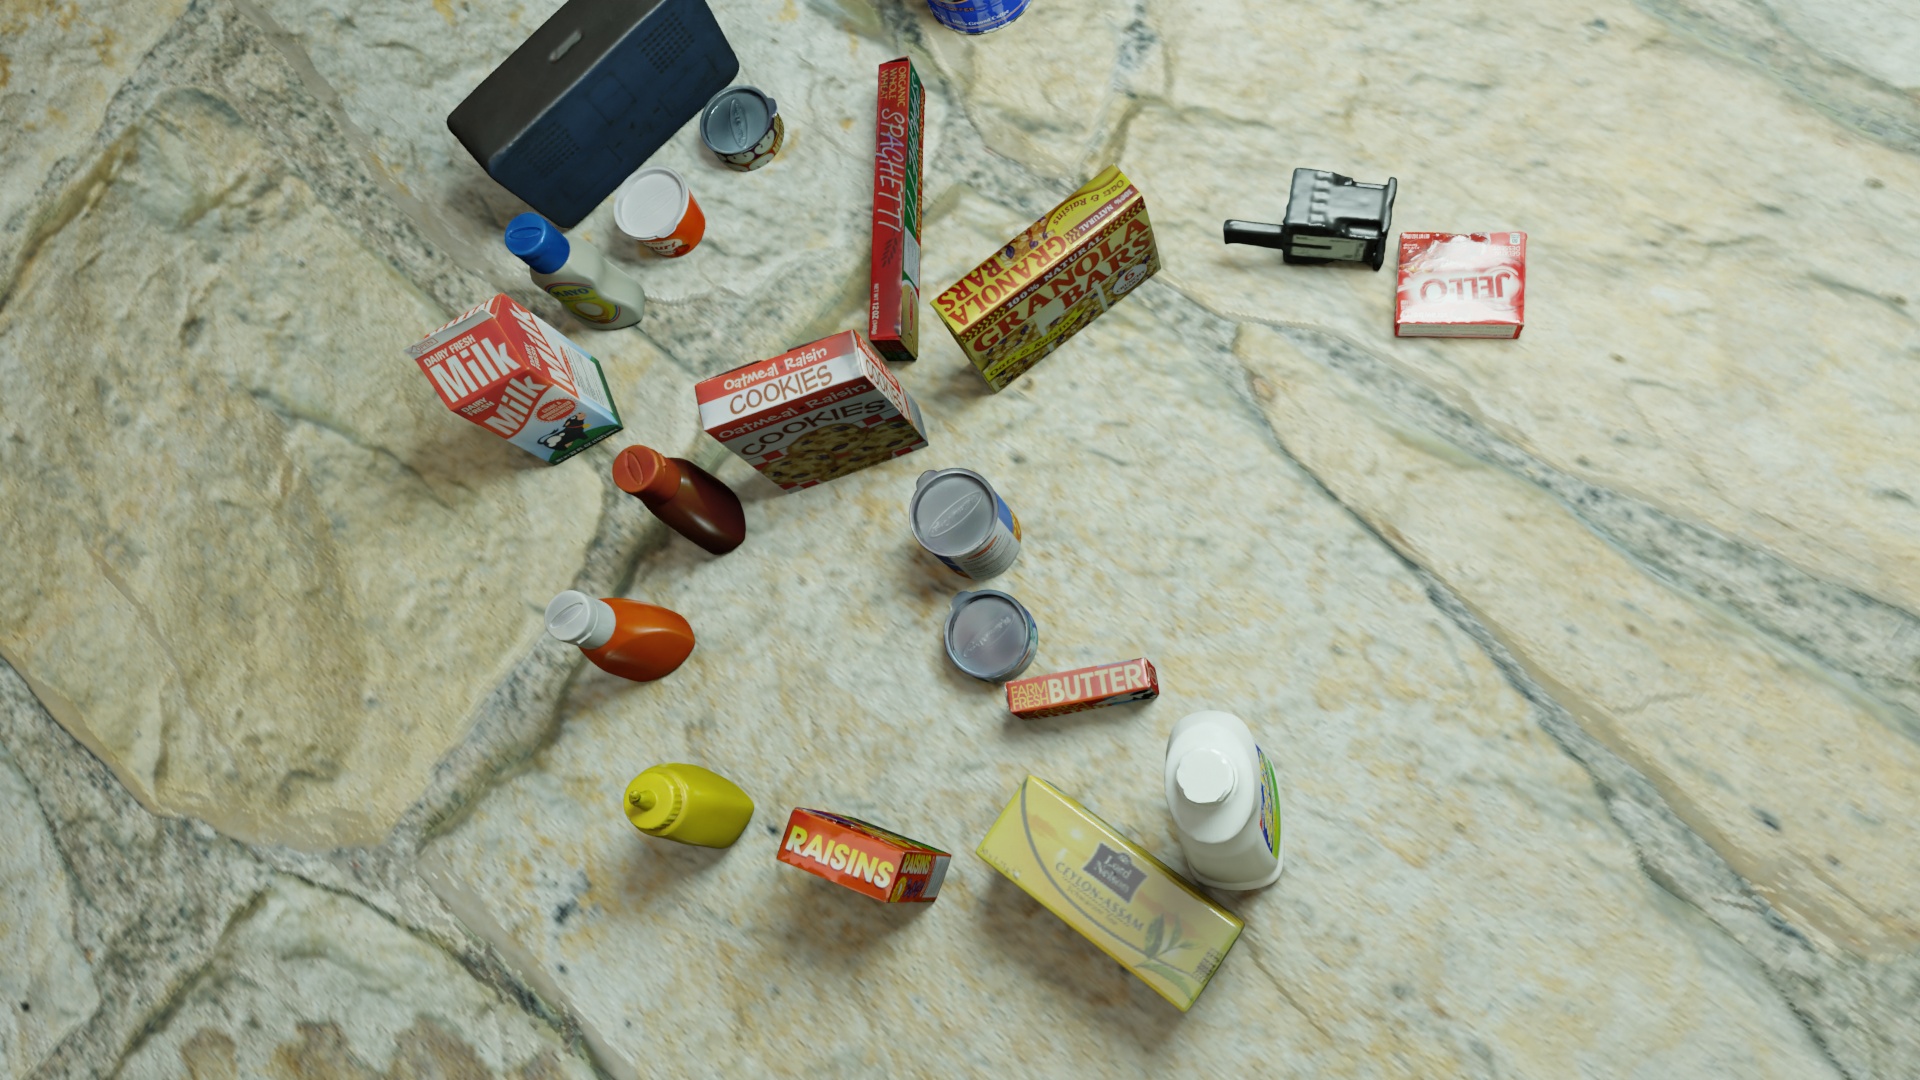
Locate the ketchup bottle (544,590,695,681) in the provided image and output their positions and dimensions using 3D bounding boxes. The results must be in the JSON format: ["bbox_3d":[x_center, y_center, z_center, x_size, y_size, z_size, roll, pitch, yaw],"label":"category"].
[{"bbox_3d":[-0.257,0.070,1.041,0.064,0.148,0.043,-35,71,4],"label":"ketchup bottle"}]

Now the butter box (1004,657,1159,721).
[{"bbox_3d":[0.087,0.107,0.993,0.103,0.053,0.024,-12,74,11],"label":"butter box"}]

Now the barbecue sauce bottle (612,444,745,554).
[{"bbox_3d":[-0.213,-0.035,1.057,0.043,0.148,0.065,-27,71,7],"label":"barbecue sauce bottle"}]

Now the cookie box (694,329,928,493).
[{"bbox_3d":[-0.106,-0.093,1.035,0.123,0.167,0.040,-18,73,10],"label":"cookie box"}]

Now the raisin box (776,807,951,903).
[{"bbox_3d":[-0.064,0.220,0.966,0.086,0.123,0.040,18,81,18],"label":"raisin box"}]

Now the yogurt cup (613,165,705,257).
[{"bbox_3d":[-0.253,-0.276,1.181,0.072,0.054,0.072,-4,75,14],"label":"yogurt cup"}]

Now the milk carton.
[{"bbox_3d":[-0.351,-0.131,1.095,0.072,0.190,0.073,-26,71,7],"label":"milk carton"}]

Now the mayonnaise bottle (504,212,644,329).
[{"bbox_3d":[-0.316,-0.218,1.132,0.065,0.148,0.041,-4,76,14],"label":"mayonnaise bottle"}]

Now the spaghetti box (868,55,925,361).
[{"bbox_3d":[-0.050,-0.270,1.129,0.028,0.050,0.250,-3,75,14],"label":"spaghetti box"}]

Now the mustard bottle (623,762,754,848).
[{"bbox_3d":[-0.202,0.187,0.990,0.065,0.160,0.049,29,85,19],"label":"mustard bottle"}]

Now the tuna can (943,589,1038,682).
[{"bbox_3d":[0.021,0.070,1.031,0.071,0.033,0.071,-4,75,14],"label":"tuna can"}]

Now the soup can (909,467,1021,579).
[{"bbox_3d":[0.004,-0.013,1.030,0.071,0.083,0.071,-4,75,14],"label":"soup can"}]

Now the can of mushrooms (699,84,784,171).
[{"bbox_3d":[-0.185,-0.355,1.194,0.071,0.033,0.071,-4,75,14],"label":"can of mushrooms"}]

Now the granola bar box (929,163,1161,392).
[{"bbox_3d":[0.068,-0.191,1.038,0.165,0.124,0.039,-37,70,3],"label":"granola bar box"}]
